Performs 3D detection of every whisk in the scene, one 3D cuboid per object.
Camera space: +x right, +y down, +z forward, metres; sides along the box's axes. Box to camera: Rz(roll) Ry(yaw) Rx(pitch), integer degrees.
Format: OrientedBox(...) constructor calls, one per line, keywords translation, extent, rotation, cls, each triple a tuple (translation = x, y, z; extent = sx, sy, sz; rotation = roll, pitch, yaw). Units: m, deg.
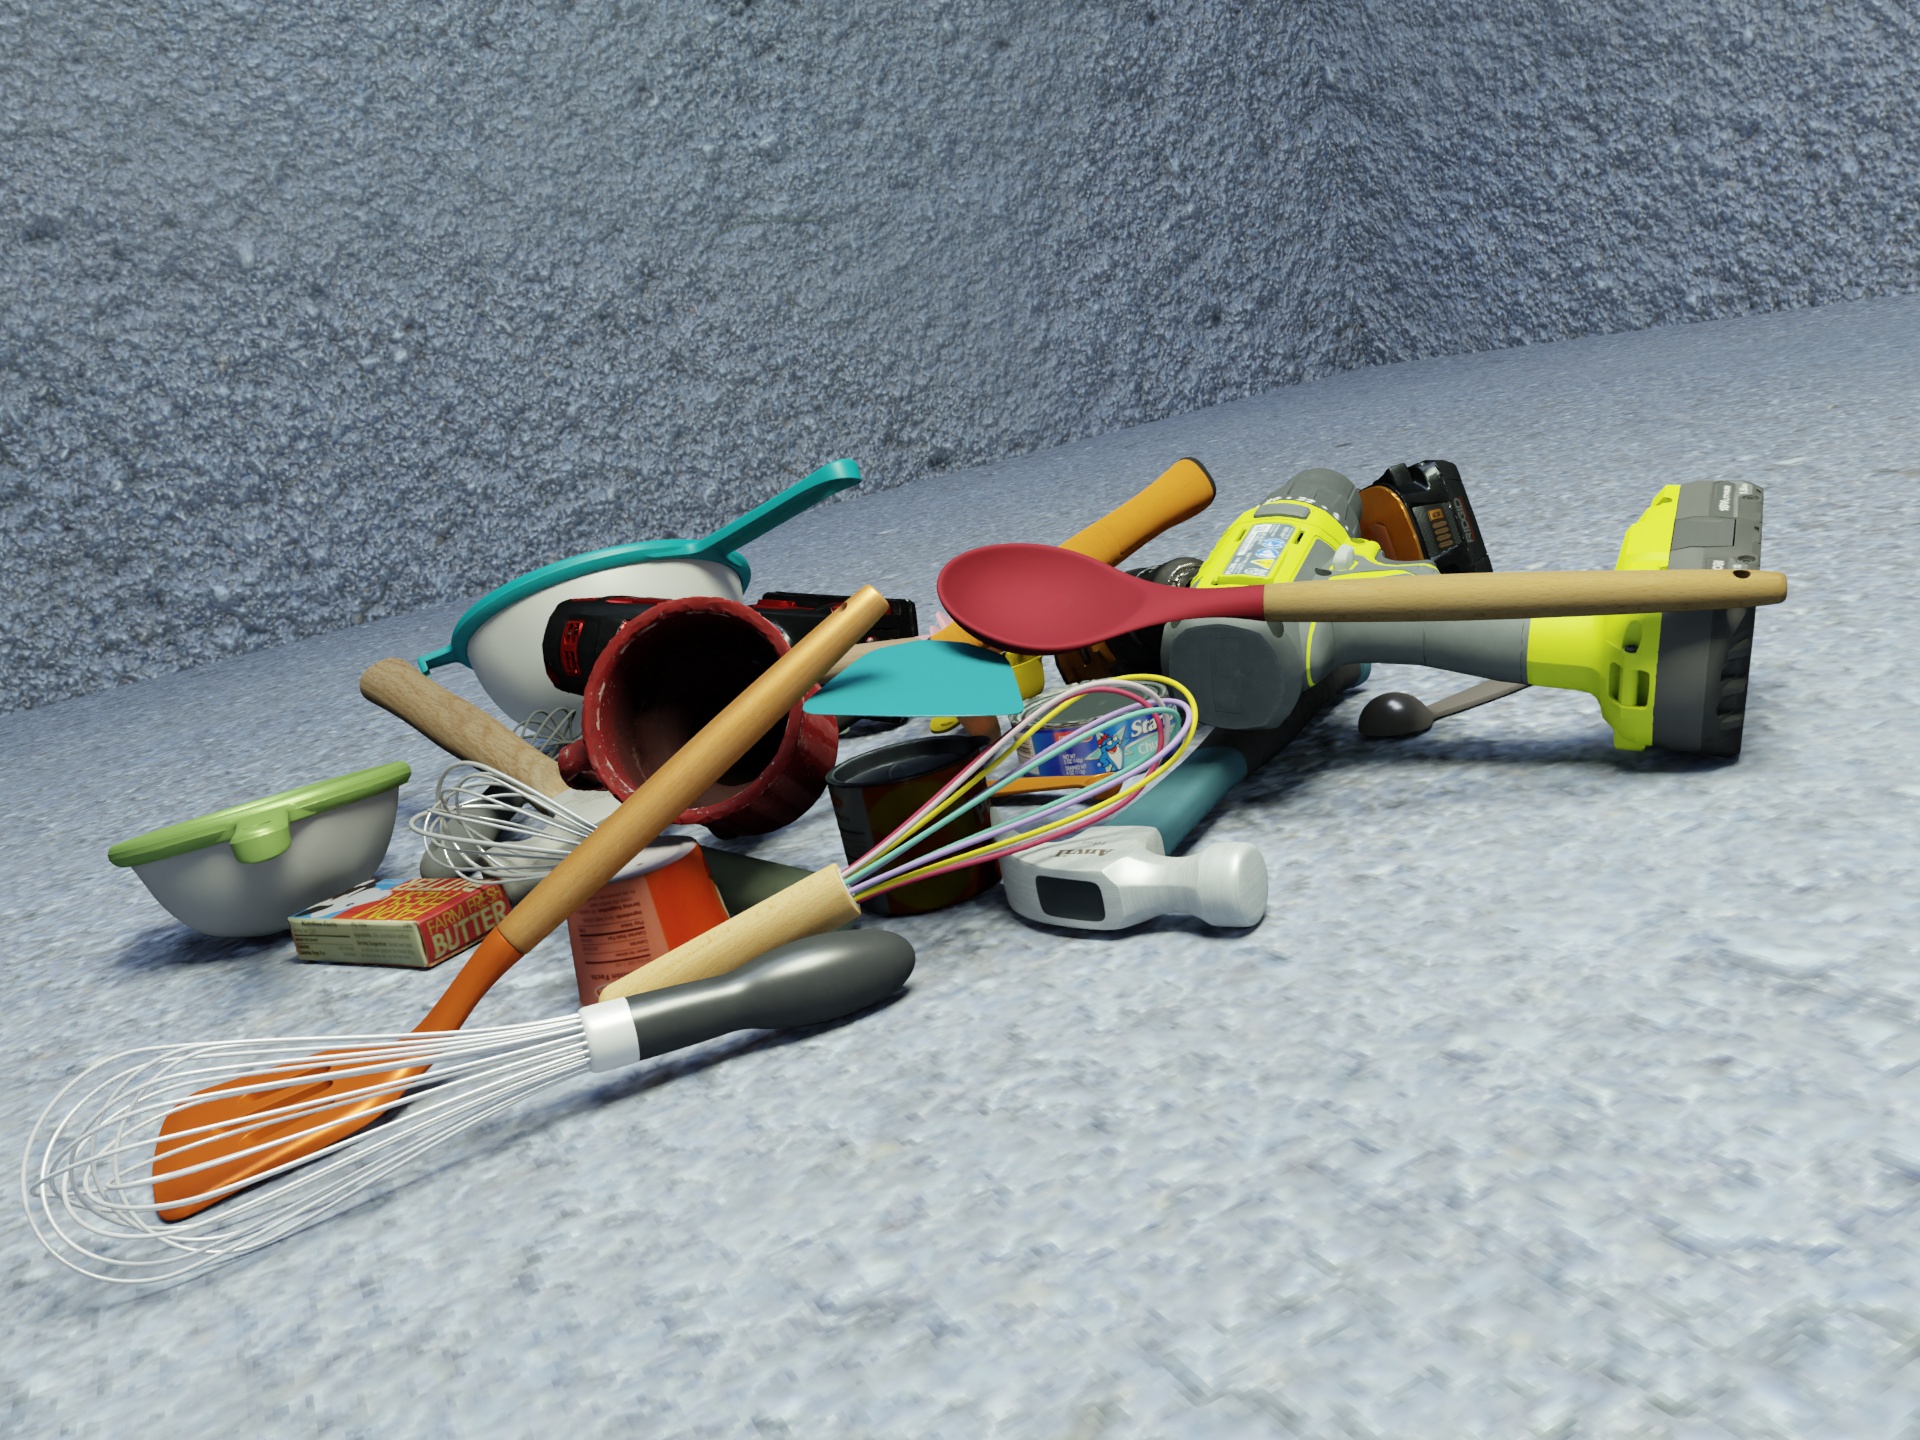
OrientedBox(translation=(-0.147, 0.059, 0.696), extent=(0.246, 0.058, 0.059), rotation=(9, 13, 30), cls="whisk")
OrientedBox(translation=(-0.023, 0.049, 0.586), extent=(0.245, 0.047, 0.051), rotation=(-28, -14, 0), cls="whisk")
OrientedBox(translation=(-0.147, 0.110, 0.519), extent=(0.284, 0.070, 0.070), rotation=(-13, 12, -21), cls="whisk")
OrientedBox(translation=(-0.267, 0.044, 0.946), extent=(0.055, 0.055, 0.239), rotation=(-11, 17, 8), cls="whisk")

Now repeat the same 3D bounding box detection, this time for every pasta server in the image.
OrientedBox(translation=(-0.039, -0.044, 0.889), extent=(0.060, 0.040, 0.316), rotation=(-3, 6, 30), cls="pasta server")

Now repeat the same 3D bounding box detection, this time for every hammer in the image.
OrientedBox(translation=(0.121, 0.016, 0.712), extent=(0.128, 0.033, 0.331), rotation=(-4, 15, 31), cls="hammer")
OrientedBox(translation=(-0.269, 0.013, 0.910), extent=(0.130, 0.031, 0.331), rotation=(-30, 32, -29), cls="hammer")
OrientedBox(translation=(0.011, -0.051, 0.828), extent=(0.337, 0.034, 0.127), rotation=(-35, -3, -23), cls="hammer")

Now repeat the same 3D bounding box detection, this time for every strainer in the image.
OrientedBox(translation=(-0.186, -0.062, 1.069), extent=(0.340, 0.095, 0.211), rotation=(-25, -14, 31), cls="strainer")
OrientedBox(translation=(-0.336, 0.074, 0.786), extent=(0.151, 0.069, 0.256), rotation=(-18, 7, -22), cls="strainer")

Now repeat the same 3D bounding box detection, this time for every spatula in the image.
OrientedBox(translation=(-0.151, 0.057, 0.577), extent=(0.322, 0.041, 0.081), rotation=(-44, 28, -8), cls="spatula")
OrientedBox(translation=(-0.001, -0.002, 0.736), extent=(0.082, 0.044, 0.317), rotation=(0, -7, 6), cls="spatula")

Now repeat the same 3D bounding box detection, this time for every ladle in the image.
OrientedBox(translation=(0.144, -0.048, 0.615), extent=(0.315, 0.031, 0.069), rotation=(0, 41, 17), cls="ladle")

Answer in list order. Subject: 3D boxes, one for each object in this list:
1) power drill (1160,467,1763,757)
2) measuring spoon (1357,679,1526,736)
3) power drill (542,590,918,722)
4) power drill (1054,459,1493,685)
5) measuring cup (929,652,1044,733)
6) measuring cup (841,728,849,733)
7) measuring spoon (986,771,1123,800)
OrientedBox(translation=(0.219, -0.059, 0.693), extent=(0.228, 0.080, 0.191), rotation=(6, 33, 25), cls="power drill")
OrientedBox(translation=(0.242, -0.017, 0.767), extent=(0.124, 0.018, 0.034), rotation=(-18, 13, -25), cls="measuring spoon")
OrientedBox(translation=(-0.119, -0.038, 0.926), extent=(0.143, 0.078, 0.219), rotation=(5, 4, 28), cls="power drill")
OrientedBox(translation=(0.174, -0.076, 0.876), extent=(0.226, 0.084, 0.185), rotation=(-17, -4, -11), cls="power drill")
OrientedBox(translation=(0.011, -0.008, 0.941), extent=(0.062, 0.029, 0.156), rotation=(-8, 16, 19), cls="measuring cup")
OrientedBox(translation=(-0.135, 0.025, 0.917), extent=(0.167, 0.038, 0.083), rotation=(-4, 15, 25), cls="measuring cup")
OrientedBox(translation=(0.030, 0.036, 0.773), extent=(0.117, 0.011, 0.021), rotation=(-7, 14, 40), cls="measuring spoon")
